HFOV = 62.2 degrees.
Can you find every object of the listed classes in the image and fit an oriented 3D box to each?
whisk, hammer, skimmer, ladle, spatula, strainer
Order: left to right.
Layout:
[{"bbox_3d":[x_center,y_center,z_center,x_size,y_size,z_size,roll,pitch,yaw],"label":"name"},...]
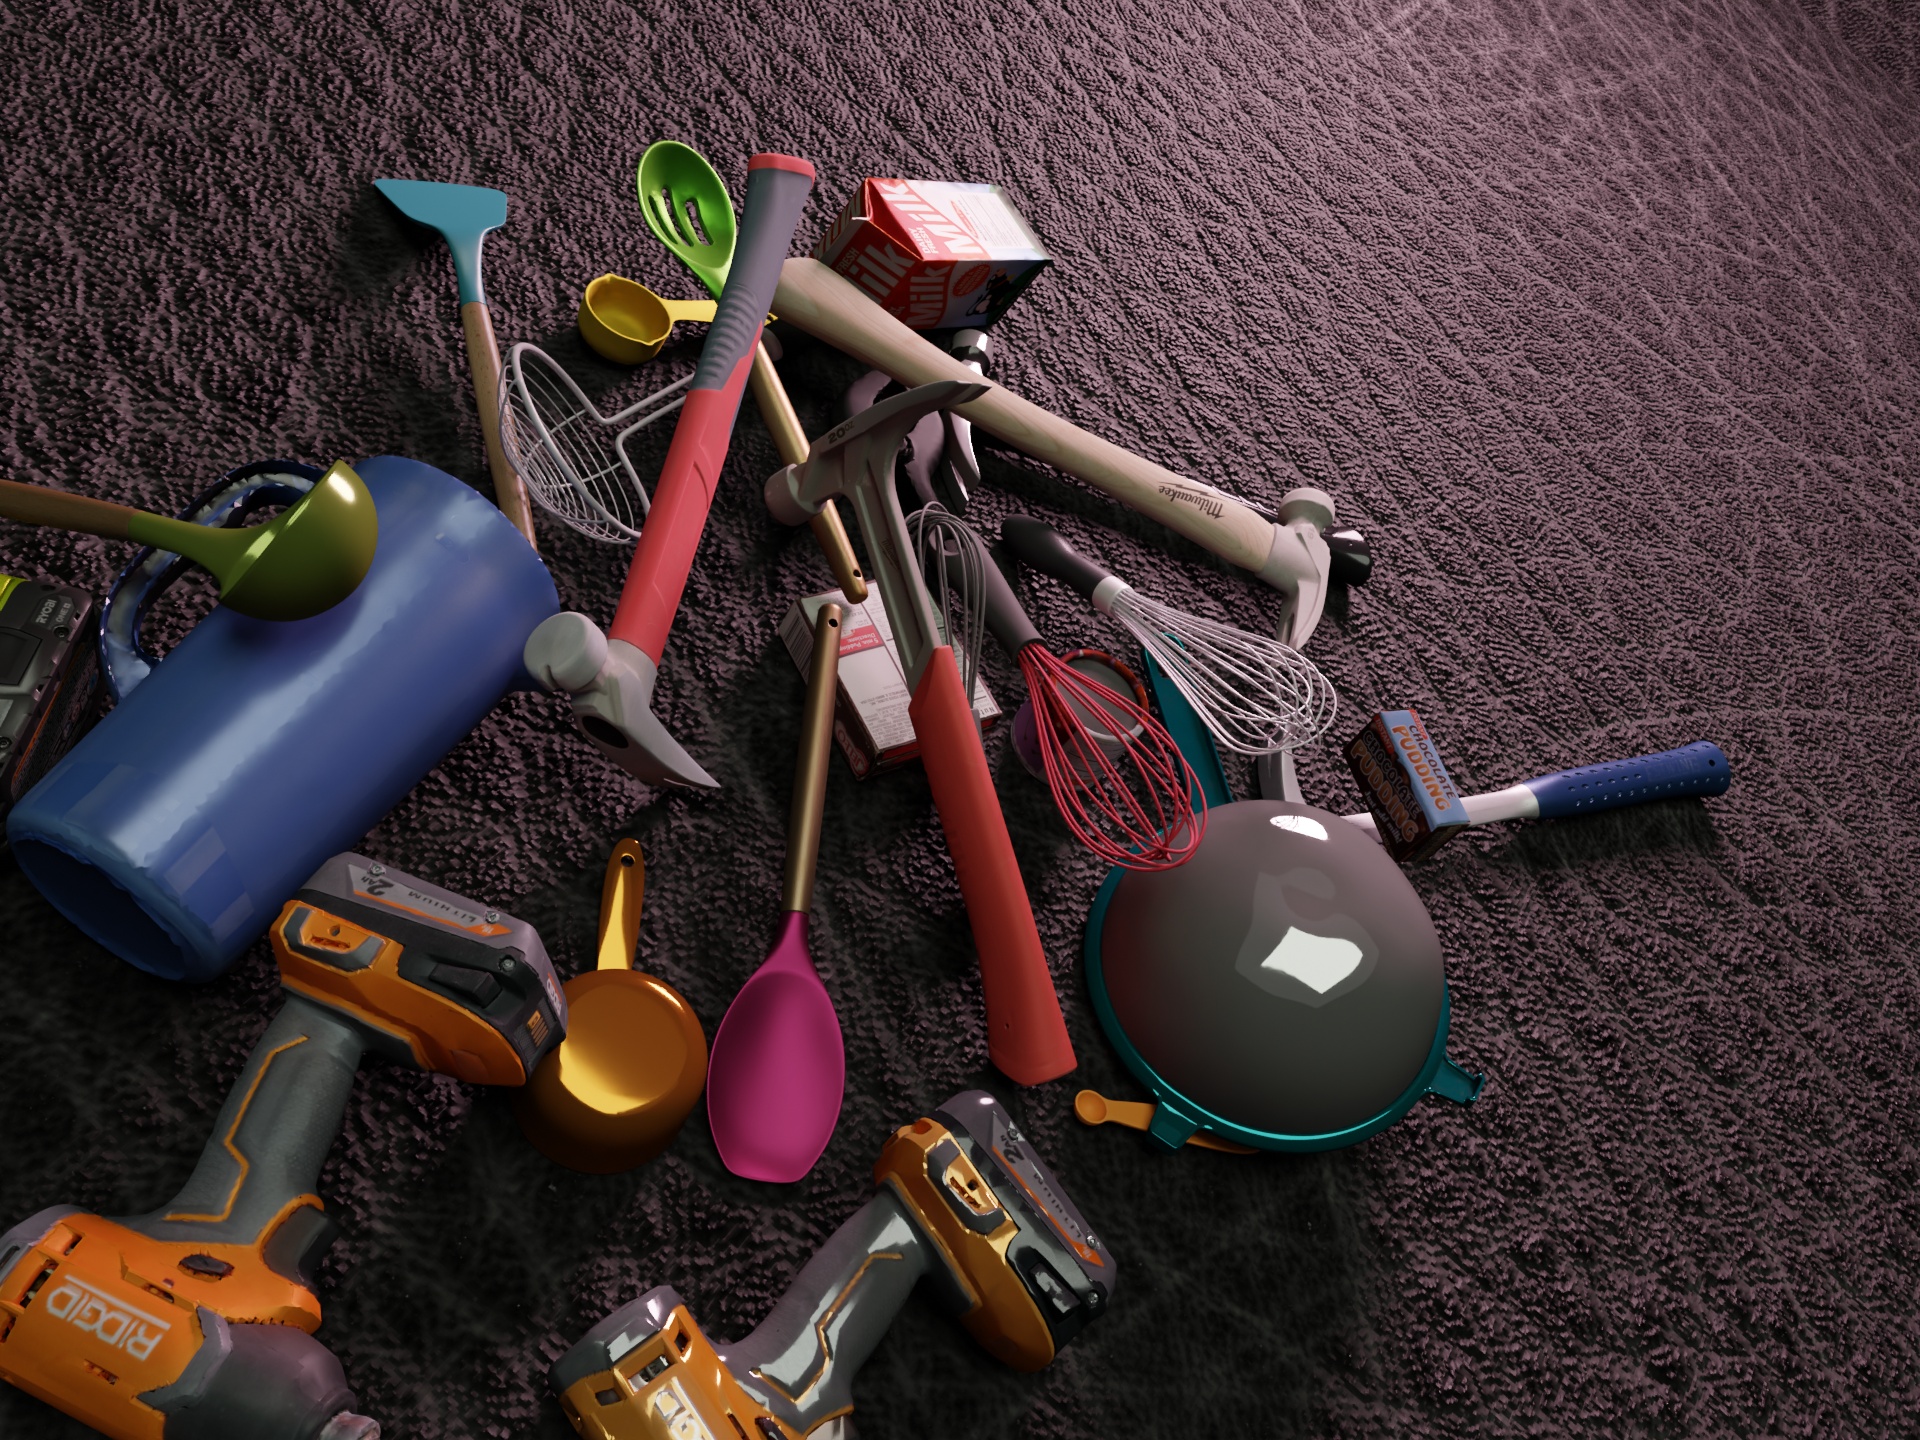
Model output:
[{"bbox_3d":[-0.394,-0.099,0.713,0.320,0.062,0.078,12,56,20],"label":"ladle"},{"bbox_3d":[-0.289,-0.220,0.958,0.082,0.044,0.318,-4,64,-29],"label":"spatula"},{"bbox_3d":[-0.133,-0.154,0.876,0.038,0.143,0.387,-1,60,23],"label":"hammer"},{"bbox_3d":[-0.141,-0.222,0.984,0.363,0.090,0.127,-42,105,-41],"label":"skimmer"},{"bbox_3d":[-0.001,-0.003,0.880,0.055,0.055,0.239,-7,87,-29],"label":"whisk"},{"bbox_3d":[0.001,0.010,0.831,0.036,0.149,0.359,-10,81,-52],"label":"hammer"},{"bbox_3d":[0.047,-0.025,0.891,0.073,0.073,0.296,-6,44,-29],"label":"whisk"},{"bbox_3d":[0.059,-0.174,1.024,0.410,0.038,0.146,26,53,-11],"label":"hammer"},{"bbox_3d":[0.114,-0.059,0.962,0.070,0.070,0.285,-16,39,-33],"label":"whisk"},{"bbox_3d":[0.138,-0.160,1.111,0.334,0.035,0.146,19,51,-13],"label":"hammer"},{"bbox_3d":[0.166,0.067,0.902,0.211,0.095,0.341,-5,56,-13],"label":"strainer"},{"bbox_3d":[0.373,0.050,1.075,0.405,0.035,0.144,-7,61,-29],"label":"hammer"}]

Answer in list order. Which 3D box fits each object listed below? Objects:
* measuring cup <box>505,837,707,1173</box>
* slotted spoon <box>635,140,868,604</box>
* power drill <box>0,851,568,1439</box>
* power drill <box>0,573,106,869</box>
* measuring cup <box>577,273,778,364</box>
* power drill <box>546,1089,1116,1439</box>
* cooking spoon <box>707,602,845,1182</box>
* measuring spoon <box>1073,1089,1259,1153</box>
[{"bbox_3d":[-0.162,0.123,0.758,0.095,0.052,0.174,11,56,-18],"label":"measuring cup"},{"bbox_3d":[-0.122,-0.208,0.948,0.070,0.031,0.314,-12,73,-44],"label":"slotted spoon"},{"bbox_3d":[-0.251,0.177,0.629,0.164,0.084,0.227,19,55,15],"label":"power drill"},{"bbox_3d":[-0.510,-0.011,0.673,0.228,0.080,0.191,15,53,-13],"label":"power drill"},{"bbox_3d":[-0.179,-0.258,1.040,0.156,0.029,0.062,-11,63,-44],"label":"measuring cup"},{"bbox_3d":[-0.036,0.290,0.688,0.226,0.084,0.185,-29,74,-32],"label":"power drill"},{"bbox_3d":[-0.083,0.078,0.828,0.068,0.017,0.319,13,62,-17],"label":"cooking spoon"},{"bbox_3d":[0.111,0.218,0.853,0.116,0.011,0.021,16,42,-19],"label":"measuring spoon"}]
